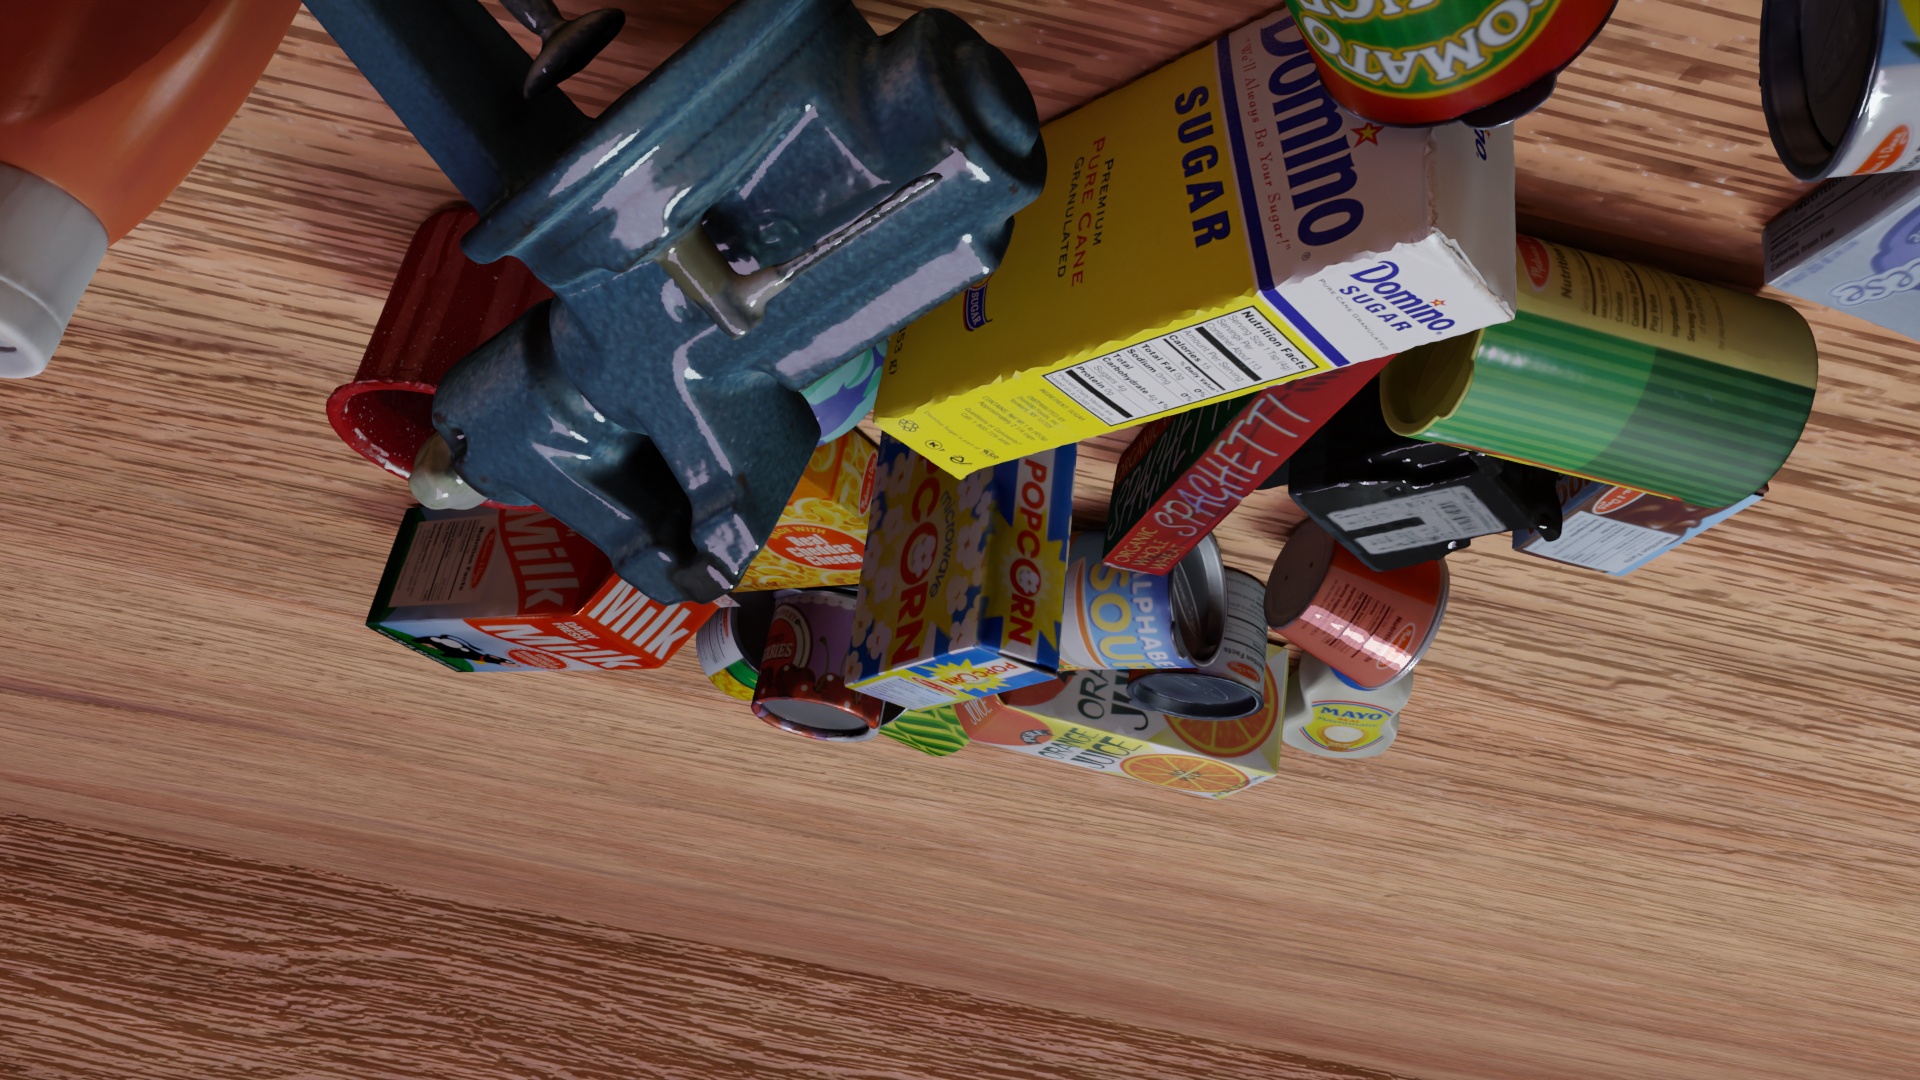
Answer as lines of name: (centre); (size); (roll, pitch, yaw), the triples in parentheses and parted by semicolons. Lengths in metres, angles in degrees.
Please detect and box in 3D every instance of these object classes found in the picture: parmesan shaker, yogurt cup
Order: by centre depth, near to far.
parmesan shaker: (0.189, -0.050, 0.417); (0.103, 0.071, 0.071); (13, 155, -6)
yogurt cup: (0.168, 0.024, 0.599); (0.054, 0.073, 0.072); (24, 153, -11)

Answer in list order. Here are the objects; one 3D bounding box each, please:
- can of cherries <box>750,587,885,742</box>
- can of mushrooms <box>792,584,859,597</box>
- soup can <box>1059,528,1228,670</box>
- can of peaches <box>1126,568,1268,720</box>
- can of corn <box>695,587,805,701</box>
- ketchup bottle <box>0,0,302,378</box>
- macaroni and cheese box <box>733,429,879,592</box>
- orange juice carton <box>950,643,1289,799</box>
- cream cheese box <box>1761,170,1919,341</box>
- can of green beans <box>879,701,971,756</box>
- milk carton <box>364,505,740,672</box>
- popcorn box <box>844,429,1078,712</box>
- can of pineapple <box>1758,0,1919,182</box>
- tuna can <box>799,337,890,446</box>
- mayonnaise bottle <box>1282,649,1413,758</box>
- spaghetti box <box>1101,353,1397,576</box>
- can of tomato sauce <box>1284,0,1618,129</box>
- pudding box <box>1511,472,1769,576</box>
can of cherries: (-0.070, 0.063, 0.699); (0.071, 0.058, 0.071); (9, 155, 4)
can of mushrooms: (-0.049, 0.023, 0.717); (0.071, 0.033, 0.070); (8, 156, 4)
soup can: (0.070, 0.028, 0.636); (0.083, 0.071, 0.071); (-5, 151, 31)
can of peaches: (0.116, 0.051, 0.685); (0.071, 0.058, 0.071); (8, 156, 4)
can of corn: (-0.103, 0.052, 0.762); (0.071, 0.071, 0.058); (22, 154, -23)
ketchup bottle: (-0.217, -0.112, 0.348); (0.065, 0.149, 0.043); (10, 154, 1)
macaroni and cheese box: (-0.103, -0.030, 0.616); (0.123, 0.040, 0.166); (-6, 152, 31)
orange juice carton: (0.070, 0.077, 0.740); (0.193, 0.073, 0.071); (15, 156, -10)
cream cheese box: (0.266, -0.091, 0.355); (0.053, 0.024, 0.103); (15, 155, -11)
can of green beans: (-0.024, 0.086, 0.807); (0.071, 0.071, 0.058); (-13, 147, 41)
milk carton: (-0.212, 0.023, 0.734); (0.190, 0.074, 0.072); (-4, 152, 28)
popcorn box: (0.002, -0.007, 0.519); (0.038, 0.127, 0.085); (21, 154, -32)
can of pineapple: (0.205, -0.111, 0.283); (0.058, 0.071, 0.070); (-3, 153, 13)
tuna can: (-0.056, -0.068, 0.485); (0.071, 0.071, 0.032); (-2, 154, 25)
mayonnaise bottle: (0.203, 0.073, 0.718); (0.065, 0.041, 0.147); (6, 156, 9)
spaghetti box: (0.102, -0.053, 0.473); (0.029, 0.050, 0.249); (15, 156, -8)
can of tomato sauce: (0.089, -0.133, 0.276); (0.071, 0.071, 0.083); (-7, 150, 33)
pudding box: (0.249, -0.018, 0.515); (0.050, 0.030, 0.083); (14, 155, -6)
